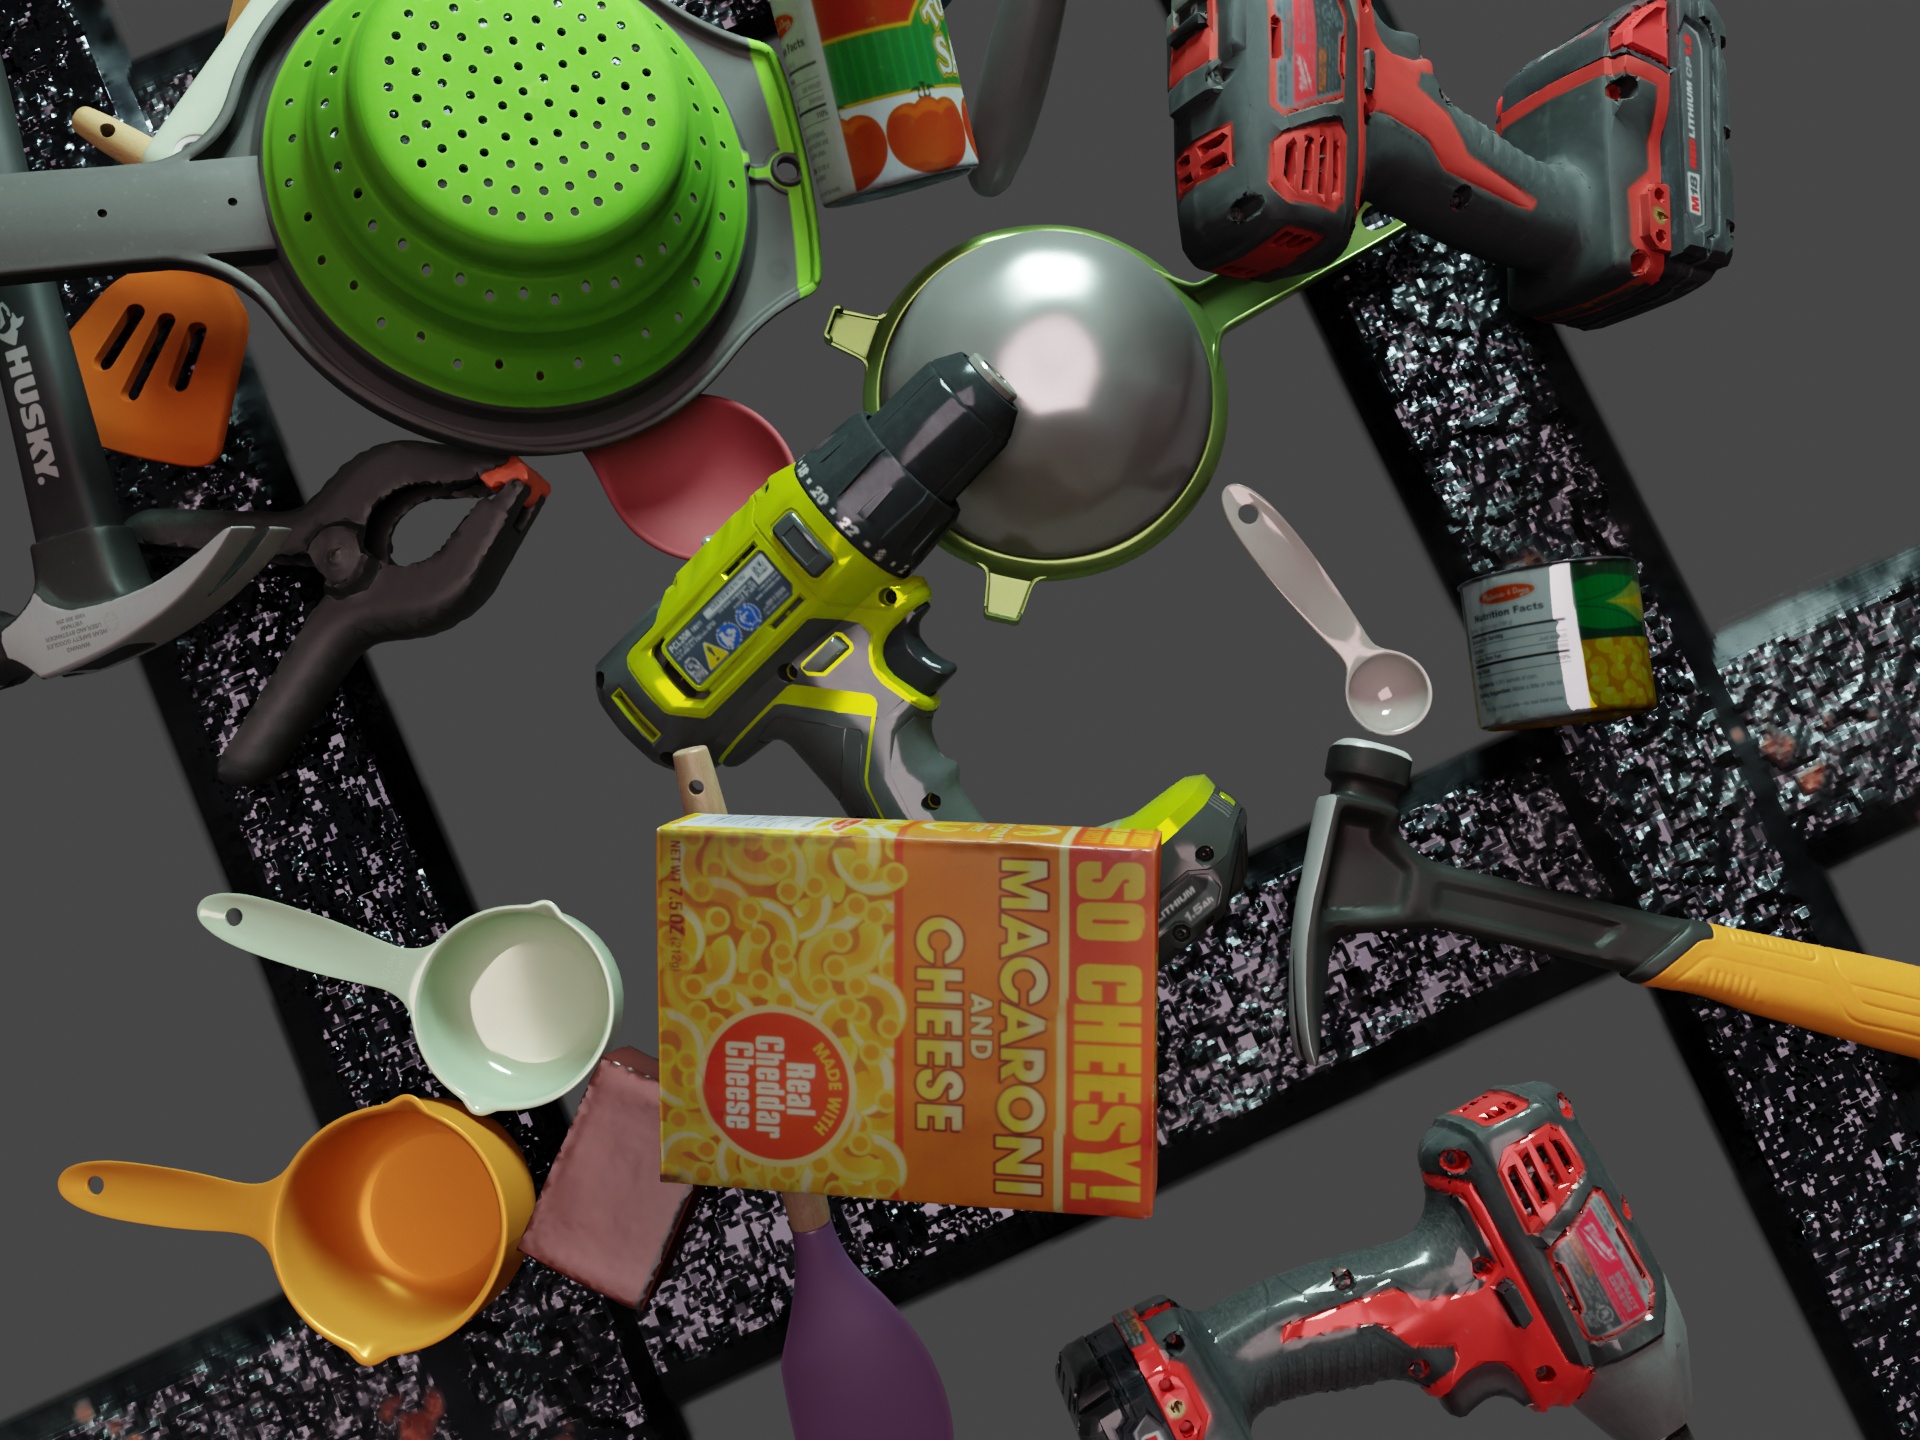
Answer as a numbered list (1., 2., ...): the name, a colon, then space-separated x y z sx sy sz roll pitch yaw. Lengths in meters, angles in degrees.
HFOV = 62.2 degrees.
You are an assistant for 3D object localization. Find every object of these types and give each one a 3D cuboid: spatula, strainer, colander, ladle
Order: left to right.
1. spatula: -0.293 -0.263 0.640 0.081 0.041 0.322 16 94 -4
2. colander: -0.235 -0.189 0.545 0.397 0.094 0.204 -11 90 -18
3. ladle: -0.206 -0.155 0.630 0.315 0.031 0.069 30 78 -5
4. spatula: -0.059 0.162 0.589 0.060 0.018 0.316 -14 97 -3
5. strainer: 0.081 -0.160 0.629 0.256 0.069 0.151 -29 84 -2

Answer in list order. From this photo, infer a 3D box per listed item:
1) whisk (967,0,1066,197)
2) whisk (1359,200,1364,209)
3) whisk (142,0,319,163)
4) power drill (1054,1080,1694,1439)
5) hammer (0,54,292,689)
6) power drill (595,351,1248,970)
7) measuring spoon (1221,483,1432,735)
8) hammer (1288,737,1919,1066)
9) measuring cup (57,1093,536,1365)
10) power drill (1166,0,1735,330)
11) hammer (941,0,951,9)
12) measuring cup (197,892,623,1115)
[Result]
1. whisk: 0.038 -0.320 0.609 0.055 0.055 0.238 17 119 2
2. whisk: 0.100 -0.336 0.626 0.073 0.073 0.296 -20 88 -3
3. whisk: -0.242 -0.303 0.617 0.059 0.057 0.246 22 78 38
4. power drill: 0.158 0.243 0.583 0.219 0.078 0.143 -27 85 -6
5. hammer: -0.358 -0.186 0.601 0.146 0.035 0.335 -13 92 14
6. power drill: -0.001 -0.002 0.589 0.190 0.080 0.228 -43 85 14
7. measuring spoon: 0.145 -0.046 0.647 0.034 0.018 0.124 -34 78 -4
8. hammer: 0.297 0.103 0.618 0.337 0.034 0.127 12 83 1
9. measuring cup: -0.245 0.181 0.600 0.173 0.052 0.095 6 83 7
10. power drill: 0.175 -0.245 0.588 0.226 0.080 0.188 3 83 -26
11. hammer: -0.156 -0.362 0.670 0.331 0.033 0.128 19 85 2
12. measuring cup: -0.210 0.097 0.616 0.167 0.038 0.083 17 84 4
